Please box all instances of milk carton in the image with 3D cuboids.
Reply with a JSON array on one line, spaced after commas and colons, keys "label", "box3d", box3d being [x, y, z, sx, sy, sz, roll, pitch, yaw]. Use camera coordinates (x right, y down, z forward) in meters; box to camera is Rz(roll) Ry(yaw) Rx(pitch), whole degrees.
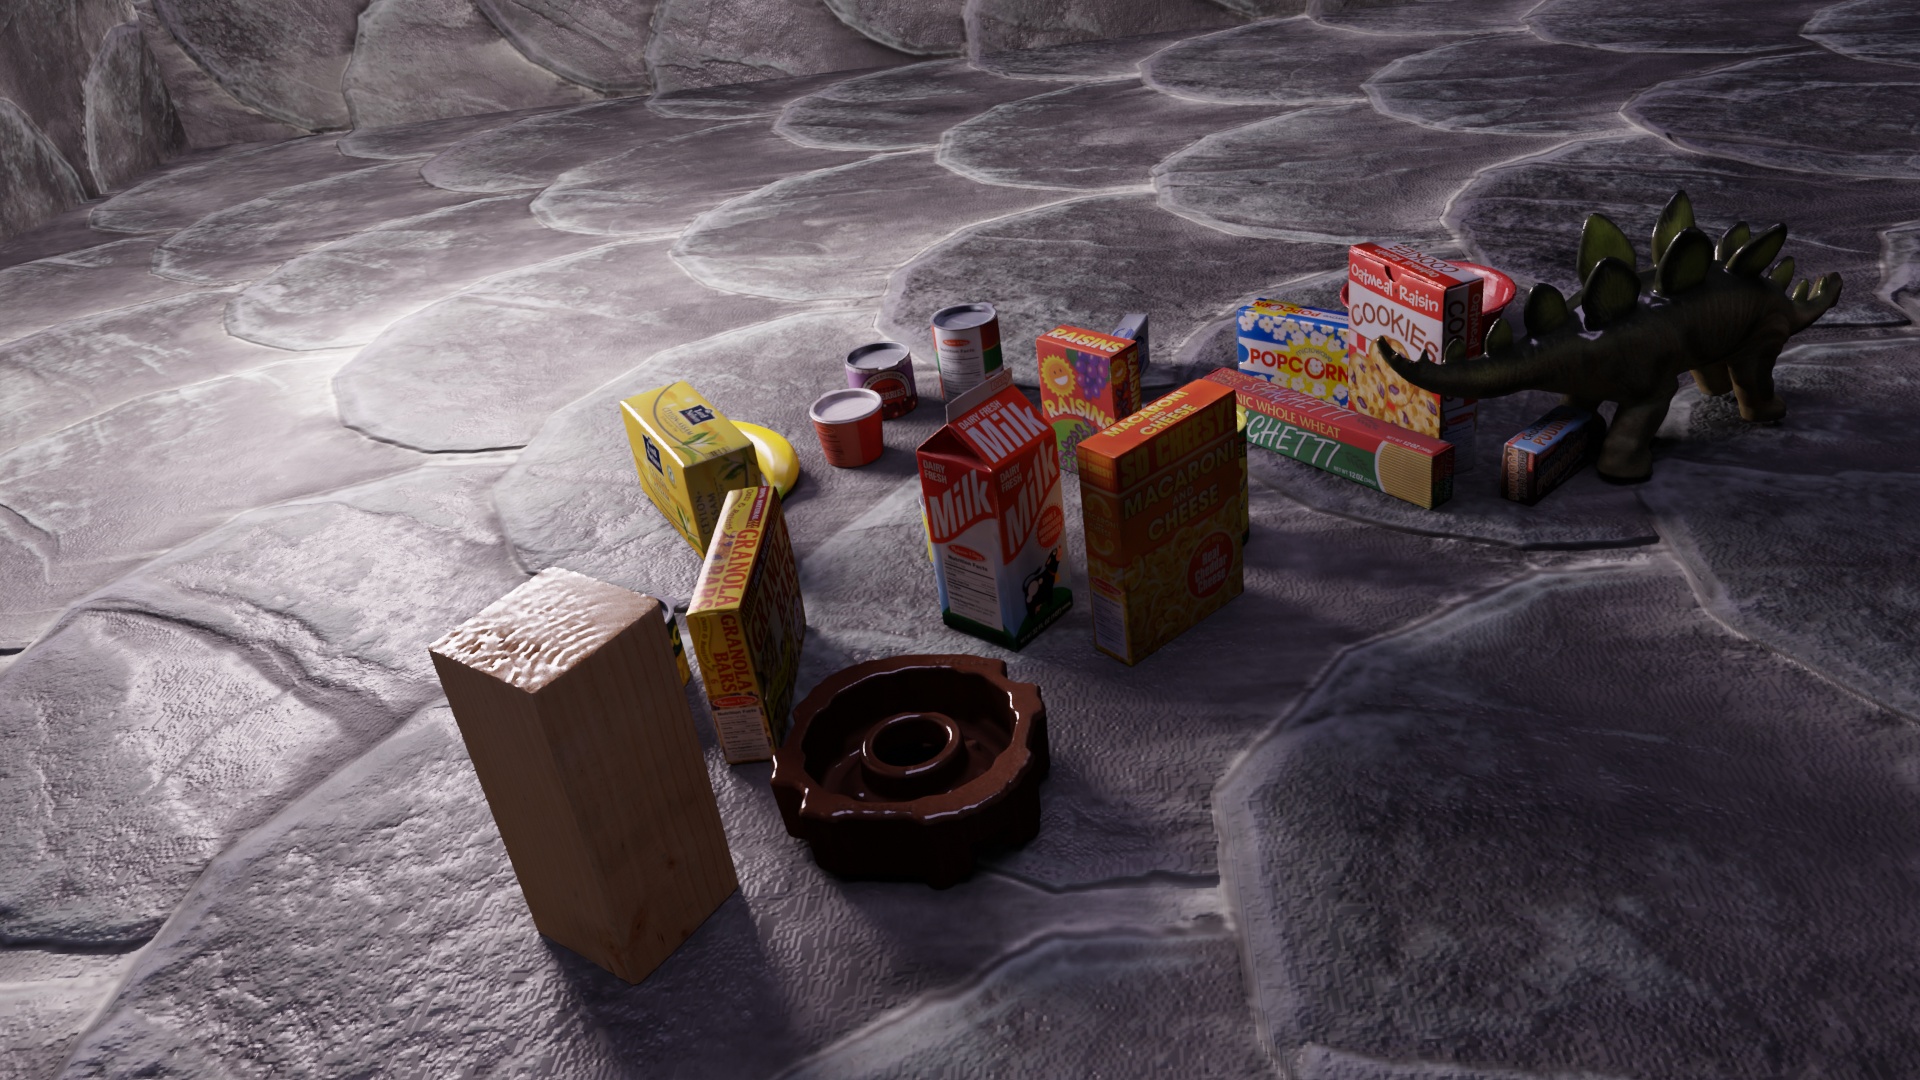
[{"label": "milk carton", "box3d": [0.024, -0.025, 0.993, 0.073, 0.189, 0.073, 17, 39, 38]}]

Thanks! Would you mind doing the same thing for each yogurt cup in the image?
[{"label": "yogurt cup", "box3d": [-0.103, -0.103, 1.295, 0.072, 0.053, 0.073, -6, 30, 4]}]

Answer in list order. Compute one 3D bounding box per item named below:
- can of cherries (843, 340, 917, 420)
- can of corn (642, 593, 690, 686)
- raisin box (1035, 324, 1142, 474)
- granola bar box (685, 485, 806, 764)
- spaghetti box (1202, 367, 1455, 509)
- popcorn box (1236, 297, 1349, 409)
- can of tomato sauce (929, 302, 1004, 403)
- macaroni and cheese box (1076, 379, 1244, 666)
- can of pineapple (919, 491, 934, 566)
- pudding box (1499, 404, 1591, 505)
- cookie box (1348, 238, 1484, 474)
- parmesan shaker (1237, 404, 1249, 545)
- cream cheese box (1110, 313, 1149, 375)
[{"label": "can of cherries", "box3d": [-0.078, -0.157, 1.376, 0.071, 0.058, 0.072, -6, 30, 4]}, {"label": "can of corn", "box3d": [-0.233, 0.080, 1.013, 0.071, 0.058, 0.071, -6, 30, 4]}, {"label": "raisin box", "box3d": [0.113, -0.116, 1.192, 0.040, 0.122, 0.086, -31, 37, -33]}, {"label": "granola bar box", "box3d": [-0.144, 0.055, 0.967, 0.039, 0.123, 0.166, -6, 30, 5]}, {"label": "spaghetti box", "box3d": [0.302, -0.091, 1.172, 0.029, 0.050, 0.250, -27, 35, -28]}, {"label": "popcorn box", "box3d": [0.316, -0.167, 1.264, 0.127, 0.084, 0.038, 20, 40, 39]}, {"label": "can of tomato sauce", "box3d": [0.009, -0.185, 1.376, 0.071, 0.082, 0.071, -7, 30, 4]}, {"label": "macaroni and cheese box", "box3d": [0.141, -0.013, 0.967, 0.124, 0.165, 0.040, -29, 36, -31]}, {"label": "can of pineapple", "box3d": [0.004, -0.014, 1.111, 0.071, 0.057, 0.071, -6, 30, 4]}, {"label": "pudding box", "box3d": [0.461, -0.068, 1.093, 0.084, 0.049, 0.030, -29, 36, -31]}, {"label": "cookie box", "box3d": [0.370, -0.151, 1.141, 0.040, 0.166, 0.123, -18, 31, -15]}, {"label": "parmesan shaker", "box3d": [0.192, -0.047, 1.075, 0.071, 0.102, 0.071, -7, 30, 4]}, {"label": "cream cheese box", "box3d": [0.159, -0.177, 1.352, 0.024, 0.053, 0.104, 6, 33, 24]}]
